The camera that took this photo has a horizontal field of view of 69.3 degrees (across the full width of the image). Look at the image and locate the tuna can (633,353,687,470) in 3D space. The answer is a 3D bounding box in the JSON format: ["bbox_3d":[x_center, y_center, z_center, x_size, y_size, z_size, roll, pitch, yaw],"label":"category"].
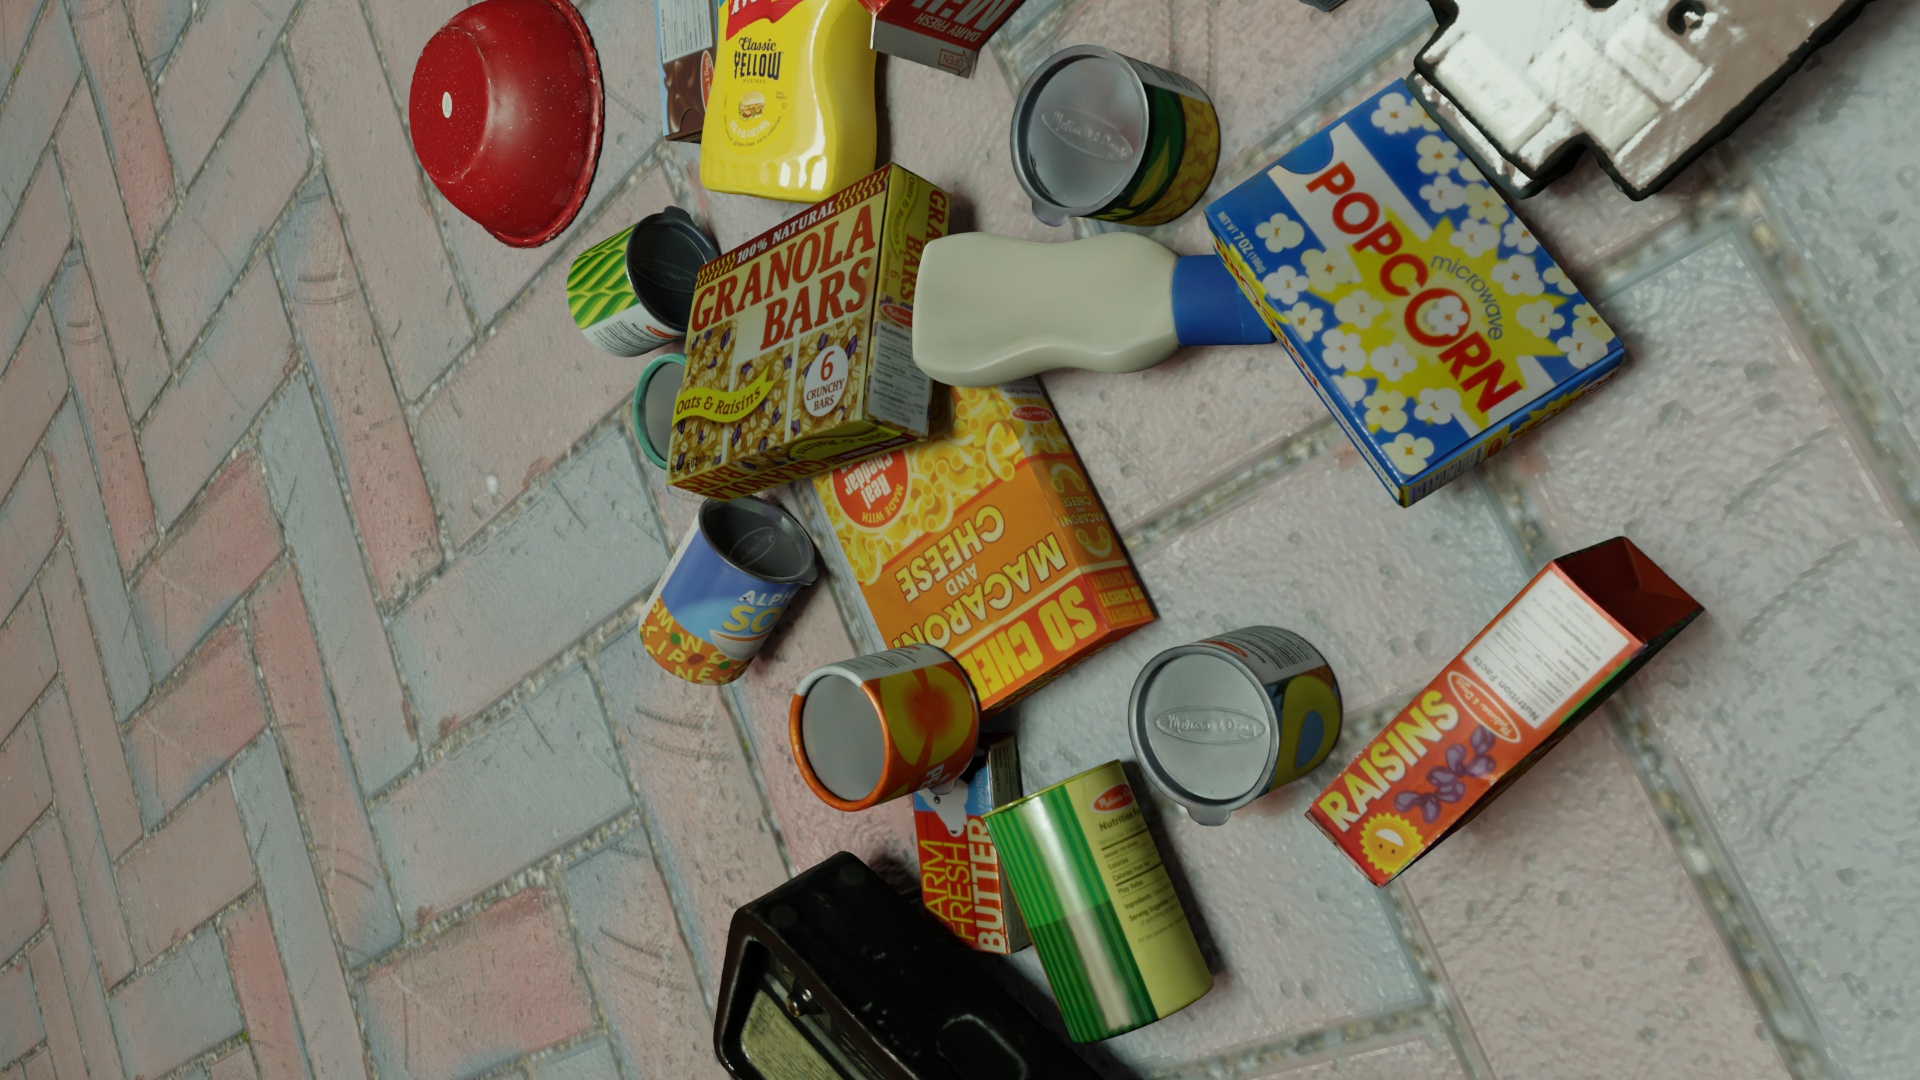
[{"bbox_3d":[-0.151,-0.072,0.771,0.071,0.033,0.071,5,98,39],"label":"tuna can"}]

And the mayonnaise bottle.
[{"bbox_3d":[0.055,-0.096,0.570,0.148,0.041,0.065,2,79,22],"label":"mayonnaise bottle"}]

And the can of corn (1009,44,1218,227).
[{"bbox_3d":[0.063,-0.161,0.569,0.071,0.058,0.071,5,98,39],"label":"can of corn"}]

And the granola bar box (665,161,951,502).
[{"bbox_3d":[-0.077,-0.094,0.666,0.165,0.039,0.124,-13,66,47],"label":"granola bar box"}]

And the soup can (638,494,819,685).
[{"bbox_3d":[-0.123,0.028,0.739,0.071,0.071,0.083,50,123,24],"label":"soup can"}]

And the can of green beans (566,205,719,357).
[{"bbox_3d":[-0.172,-0.138,0.761,0.057,0.071,0.071,-13,87,40],"label":"can of green beans"}]

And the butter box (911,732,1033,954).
[{"bbox_3d":[0.005,0.145,0.671,0.053,0.024,0.103,-5,91,40],"label":"butter box"}]

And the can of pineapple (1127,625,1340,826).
[{"bbox_3d":[0.109,0.071,0.555,0.071,0.058,0.071,5,98,40],"label":"can of pineapple"}]

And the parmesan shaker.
[{"bbox_3d":[0.056,0.155,0.598,0.071,0.071,0.103,-31,75,37],"label":"parmesan shaker"}]

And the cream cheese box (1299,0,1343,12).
[{"bbox_3d":[0.162,-0.243,0.501,0.103,0.024,0.053,-23,81,39],"label":"cream cheese box"}]

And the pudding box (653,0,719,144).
[{"bbox_3d":[-0.136,-0.258,0.742,0.049,0.030,0.083,-2,94,39],"label":"pudding box"}]

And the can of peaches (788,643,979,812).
[{"bbox_3d":[-0.034,0.085,0.622,0.071,0.058,0.071,6,99,41],"label":"can of peaches"}]

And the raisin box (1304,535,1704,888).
[{"bbox_3d":[0.184,0.057,0.474,0.040,0.086,0.122,48,122,23],"label":"raisin box"}]

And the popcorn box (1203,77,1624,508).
[{"bbox_3d":[0.156,-0.087,0.490,0.085,0.038,0.127,-33,71,7],"label":"popcorn box"}]

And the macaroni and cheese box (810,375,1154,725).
[{"bbox_3d":[0.002,-0.008,0.647,0.123,0.040,0.167,-37,71,37],"label":"macaroni and cheese box"}]

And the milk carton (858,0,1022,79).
[{"bbox_3d":[-0.008,-0.305,0.605,0.073,0.072,0.190,12,101,38],"label":"milk carton"}]
